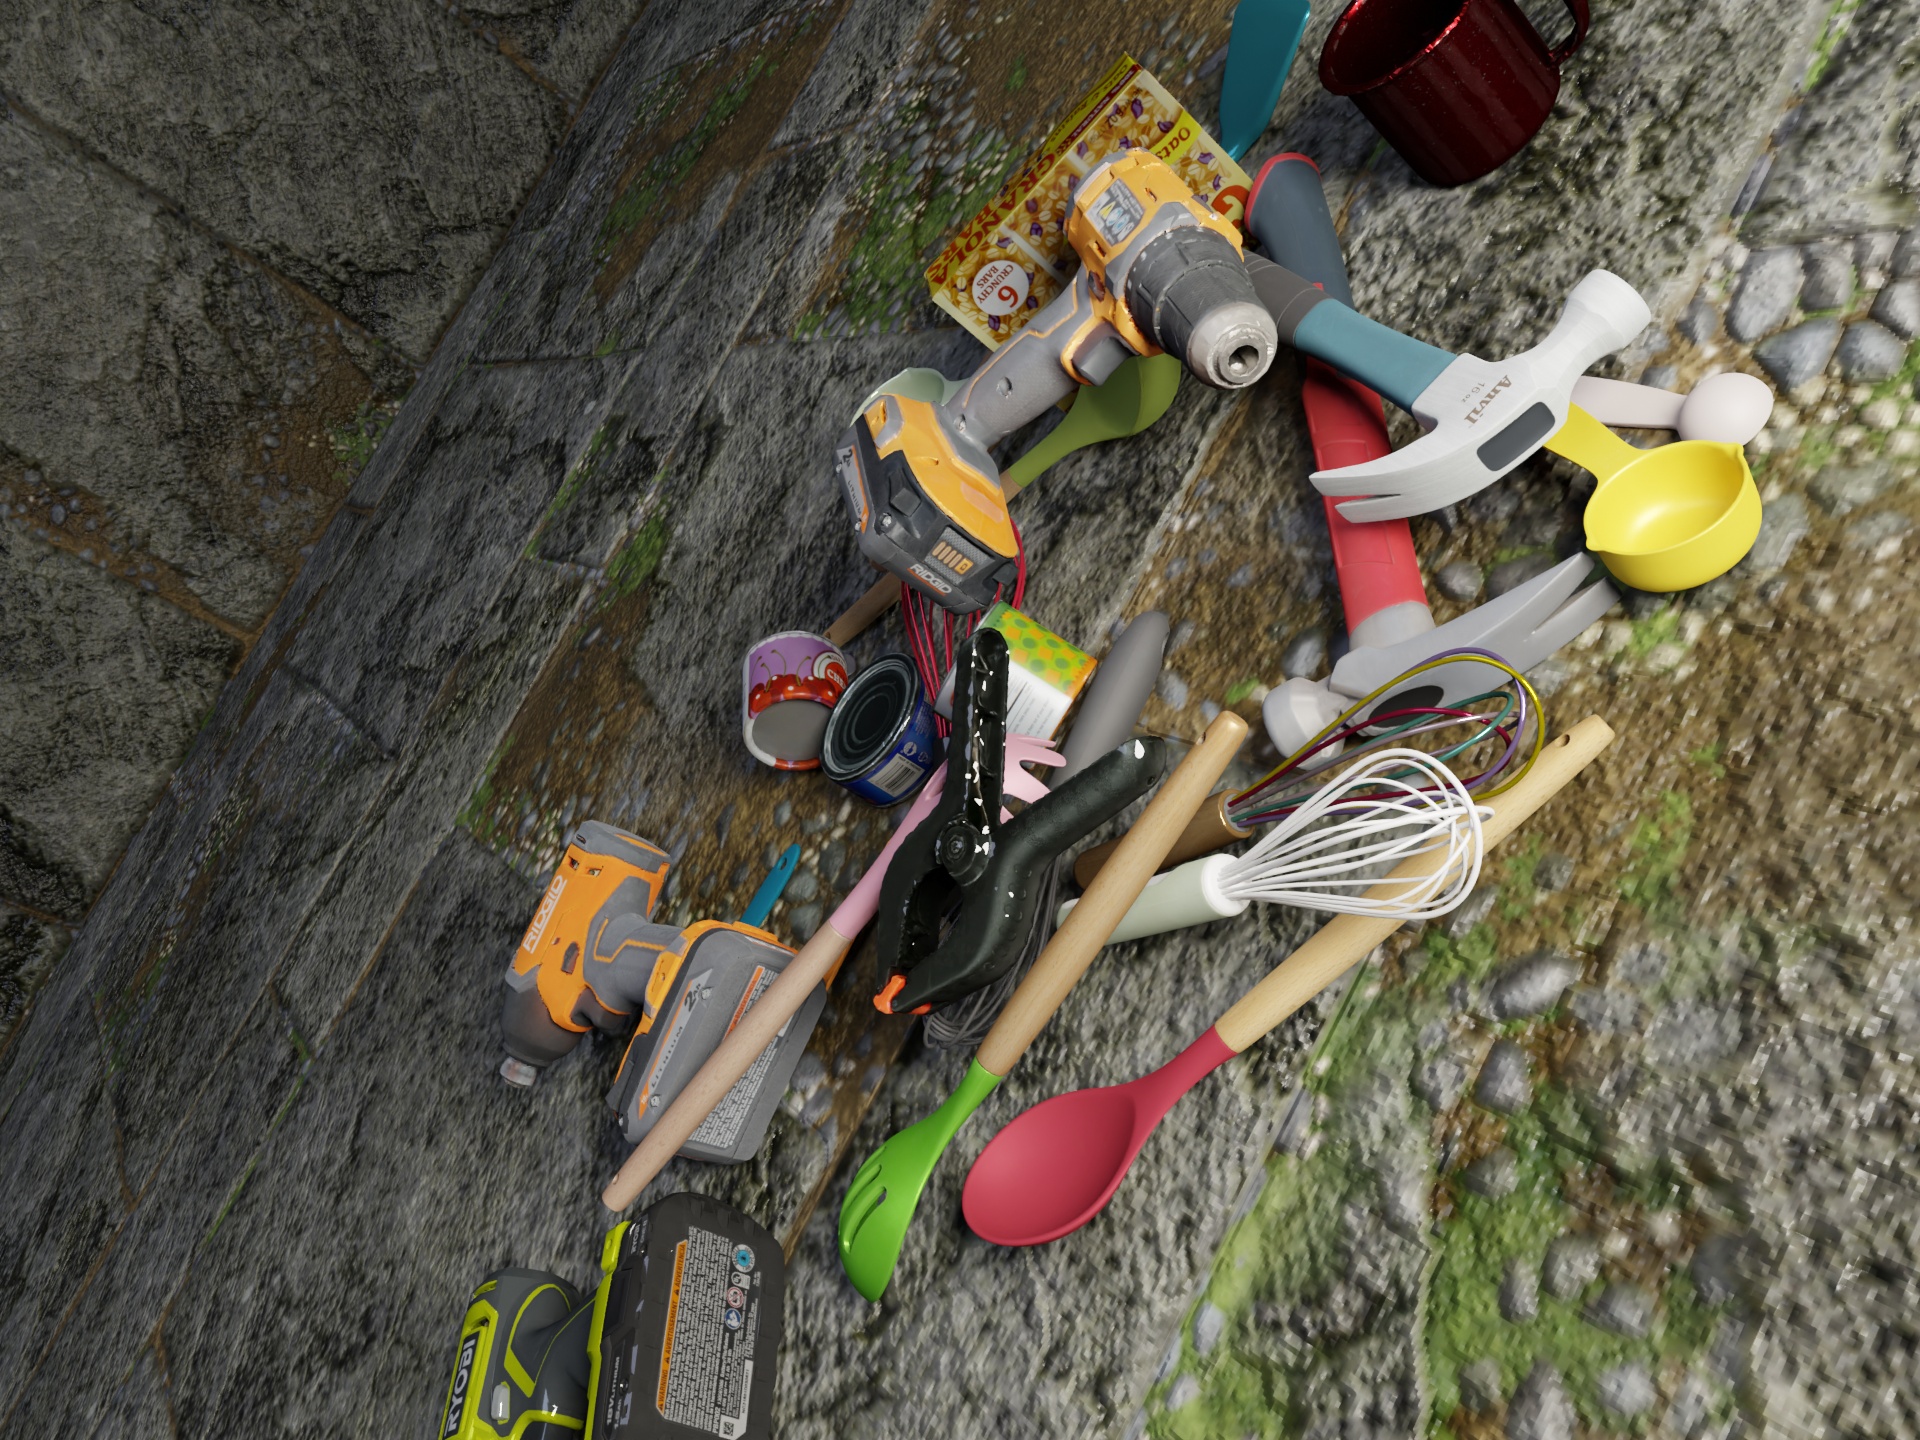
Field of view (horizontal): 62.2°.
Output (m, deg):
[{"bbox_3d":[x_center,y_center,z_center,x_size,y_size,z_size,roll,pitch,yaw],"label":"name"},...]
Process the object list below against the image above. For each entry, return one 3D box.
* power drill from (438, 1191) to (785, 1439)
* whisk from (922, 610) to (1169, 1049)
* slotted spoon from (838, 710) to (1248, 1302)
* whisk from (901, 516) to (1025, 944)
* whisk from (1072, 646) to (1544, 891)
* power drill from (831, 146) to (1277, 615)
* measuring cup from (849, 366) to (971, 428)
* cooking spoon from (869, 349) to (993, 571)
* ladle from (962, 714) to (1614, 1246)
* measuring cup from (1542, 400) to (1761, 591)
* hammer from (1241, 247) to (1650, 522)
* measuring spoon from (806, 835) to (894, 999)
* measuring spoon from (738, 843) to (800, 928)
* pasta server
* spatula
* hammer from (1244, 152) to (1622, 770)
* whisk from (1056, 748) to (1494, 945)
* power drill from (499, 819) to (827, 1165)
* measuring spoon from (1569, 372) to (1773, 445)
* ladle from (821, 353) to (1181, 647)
[{"bbox_3d":[-0.185,0.336,0.777,0.223,0.080,0.171,-37,36,35],"label":"power drill"},{"bbox_3d":[0.042,0.048,0.749,0.055,0.055,0.239,4,62,55],"label":"whisk"},{"bbox_3d":[0.026,0.123,0.665,0.313,0.031,0.070,-57,17,19],"label":"slotted spoon"},{"bbox_3d":[-0.001,-0.003,0.842,0.073,0.073,0.296,-27,48,39],"label":"whisk"},{"bbox_3d":[0.128,0.035,0.638,0.245,0.047,0.051,-30,22,49],"label":"whisk"},{"bbox_3d":[0.046,-0.155,0.767,0.226,0.084,0.186,-44,36,19],"label":"power drill"},{"bbox_3d":[0.006,-0.203,1.039,0.167,0.038,0.083,-12,49,28],"label":"measuring cup"},{"bbox_3d":[0.014,-0.209,0.991,0.069,0.017,0.319,-9,43,43],"label":"cooking spoon"},{"bbox_3d":[0.121,0.105,0.612,0.315,0.031,0.069,-44,27,17],"label":"ladle"},{"bbox_3d":[0.250,-0.095,0.615,0.062,0.029,0.157,-36,29,10],"label":"measuring cup"},{"bbox_3d":[0.160,-0.187,0.738,0.128,0.033,0.331,-47,34,8],"label":"hammer"},{"bbox_3d":[-0.057,0.114,0.860,0.117,0.011,0.021,-61,28,0],"label":"measuring spoon"},{"bbox_3d":[-0.137,0.124,0.944,0.128,0.021,0.042,-57,32,4],"label":"measuring spoon"},{"bbox_3d":[-0.067,0.123,0.757,0.316,0.040,0.060,-50,21,11],"label":"pasta server"},{"bbox_3d":[0.103,-0.294,0.965,0.317,0.044,0.082,-51,33,6],"label":"spatula"},{"bbox_3d":[0.190,-0.159,0.740,0.143,0.038,0.387,-31,40,33],"label":"hammer"},{"bbox_3d":[0.109,0.062,0.620,0.246,0.057,0.059,-27,77,57],"label":"whisk"},{"bbox_3d":[-0.185,0.162,0.895,0.227,0.084,0.164,21,84,50],"label":"power drill"},{"bbox_3d":[0.263,-0.129,0.633,0.034,0.018,0.124,-58,31,-1],"label":"measuring spoon"},{"bbox_3d":[0.008,-0.131,0.946,0.320,0.062,0.078,-38,61,32],"label":"ladle"}]
